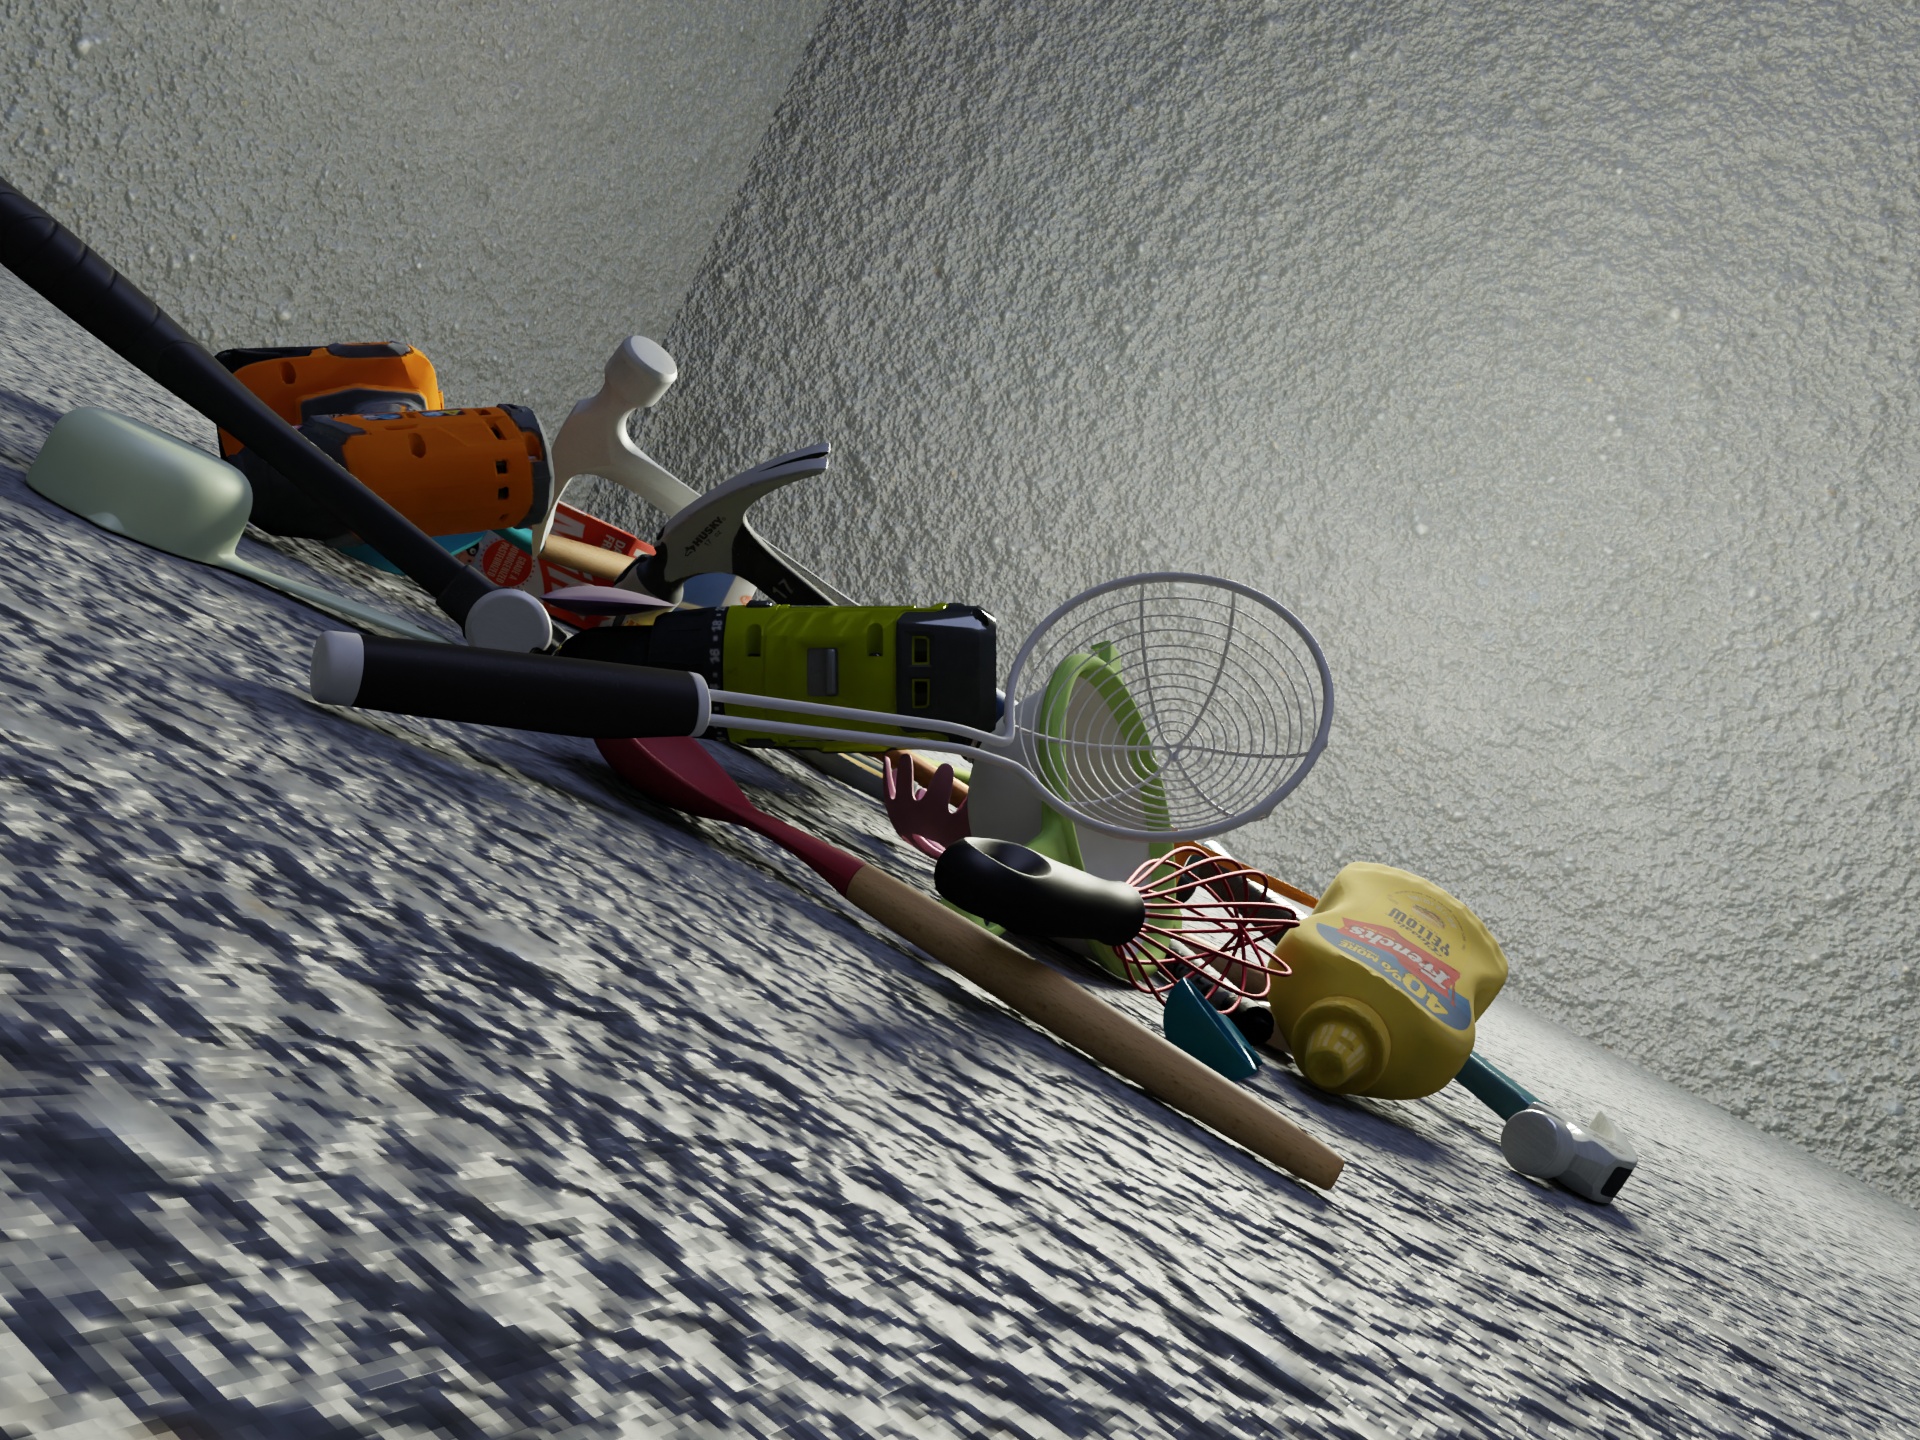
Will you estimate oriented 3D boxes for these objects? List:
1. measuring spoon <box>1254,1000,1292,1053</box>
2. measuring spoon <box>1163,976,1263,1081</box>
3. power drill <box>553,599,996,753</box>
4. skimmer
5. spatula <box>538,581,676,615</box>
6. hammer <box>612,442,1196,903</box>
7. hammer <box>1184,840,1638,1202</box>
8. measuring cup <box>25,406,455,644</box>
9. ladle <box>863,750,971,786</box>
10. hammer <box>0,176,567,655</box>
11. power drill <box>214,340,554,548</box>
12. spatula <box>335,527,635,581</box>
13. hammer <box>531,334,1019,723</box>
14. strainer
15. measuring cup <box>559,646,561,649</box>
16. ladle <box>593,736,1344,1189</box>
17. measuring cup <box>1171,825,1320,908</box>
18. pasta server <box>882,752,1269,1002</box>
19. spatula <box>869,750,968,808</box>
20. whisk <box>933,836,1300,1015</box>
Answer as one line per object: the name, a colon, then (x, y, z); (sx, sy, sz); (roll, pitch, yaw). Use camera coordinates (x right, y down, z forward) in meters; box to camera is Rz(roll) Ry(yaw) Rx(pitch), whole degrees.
measuring spoon: (0.135, 0.134, 0.784); (0.034, 0.018, 0.124); (26, 2, -14)
measuring spoon: (0.099, 0.127, 0.614); (0.042, 0.021, 0.128); (53, 4, 23)
power drill: (-0.080, -0.021, 0.771); (0.190, 0.080, 0.228); (0, 0, 0)
skimmer: (-0.027, -0.018, 0.554); (0.363, 0.090, 0.127); (7, 47, -34)
spatula: (-0.187, -0.061, 0.806); (0.059, 0.018, 0.316); (3, 4, -17)
hammer: (-0.002, -0.003, 0.949); (0.408, 0.149, 0.036); (38, 28, -25)
hammer: (0.231, 0.153, 0.880); (0.128, 0.033, 0.331); (27, 8, -38)
measuring cup: (-0.275, -0.075, 0.629); (0.167, 0.038, 0.083); (24, 3, -17)
ladle: (0.032, 0.046, 1.229); (0.320, 0.062, 0.078); (28, -2, -26)
hammer: (-0.301, -0.131, 0.648); (0.334, 0.035, 0.146); (40, -7, -10)
power drill: (-0.328, -0.145, 0.837); (0.164, 0.084, 0.227); (-11, 24, -31)
spatula: (-0.250, -0.094, 0.980); (0.082, 0.044, 0.317); (24, 5, 26)
hammer: (-0.067, -0.056, 0.954); (0.405, 0.144, 0.035); (34, 31, -22)
strainer: (0.025, 0.058, 0.689); (0.069, 0.151, 0.256); (-12, 5, 24)
measuring cup: (-0.216, -0.051, 0.888); (0.156, 0.029, 0.062); (27, 2, -23)
ladle: (-0.013, 0.067, 0.541); (0.315, 0.031, 0.069); (29, 1, 22)
measuring cup: (0.118, 0.092, 0.888); (0.174, 0.052, 0.095); (22, -13, 21)
pasta server: (0.089, 0.099, 0.841); (0.316, 0.040, 0.060); (27, -17, -25)
spatula: (-0.066, 0.006, 1.102); (0.322, 0.081, 0.041); (31, 27, 8)
whisk: (0.064, 0.074, 0.595); (0.073, 0.073, 0.295); (28, 2, 29)
